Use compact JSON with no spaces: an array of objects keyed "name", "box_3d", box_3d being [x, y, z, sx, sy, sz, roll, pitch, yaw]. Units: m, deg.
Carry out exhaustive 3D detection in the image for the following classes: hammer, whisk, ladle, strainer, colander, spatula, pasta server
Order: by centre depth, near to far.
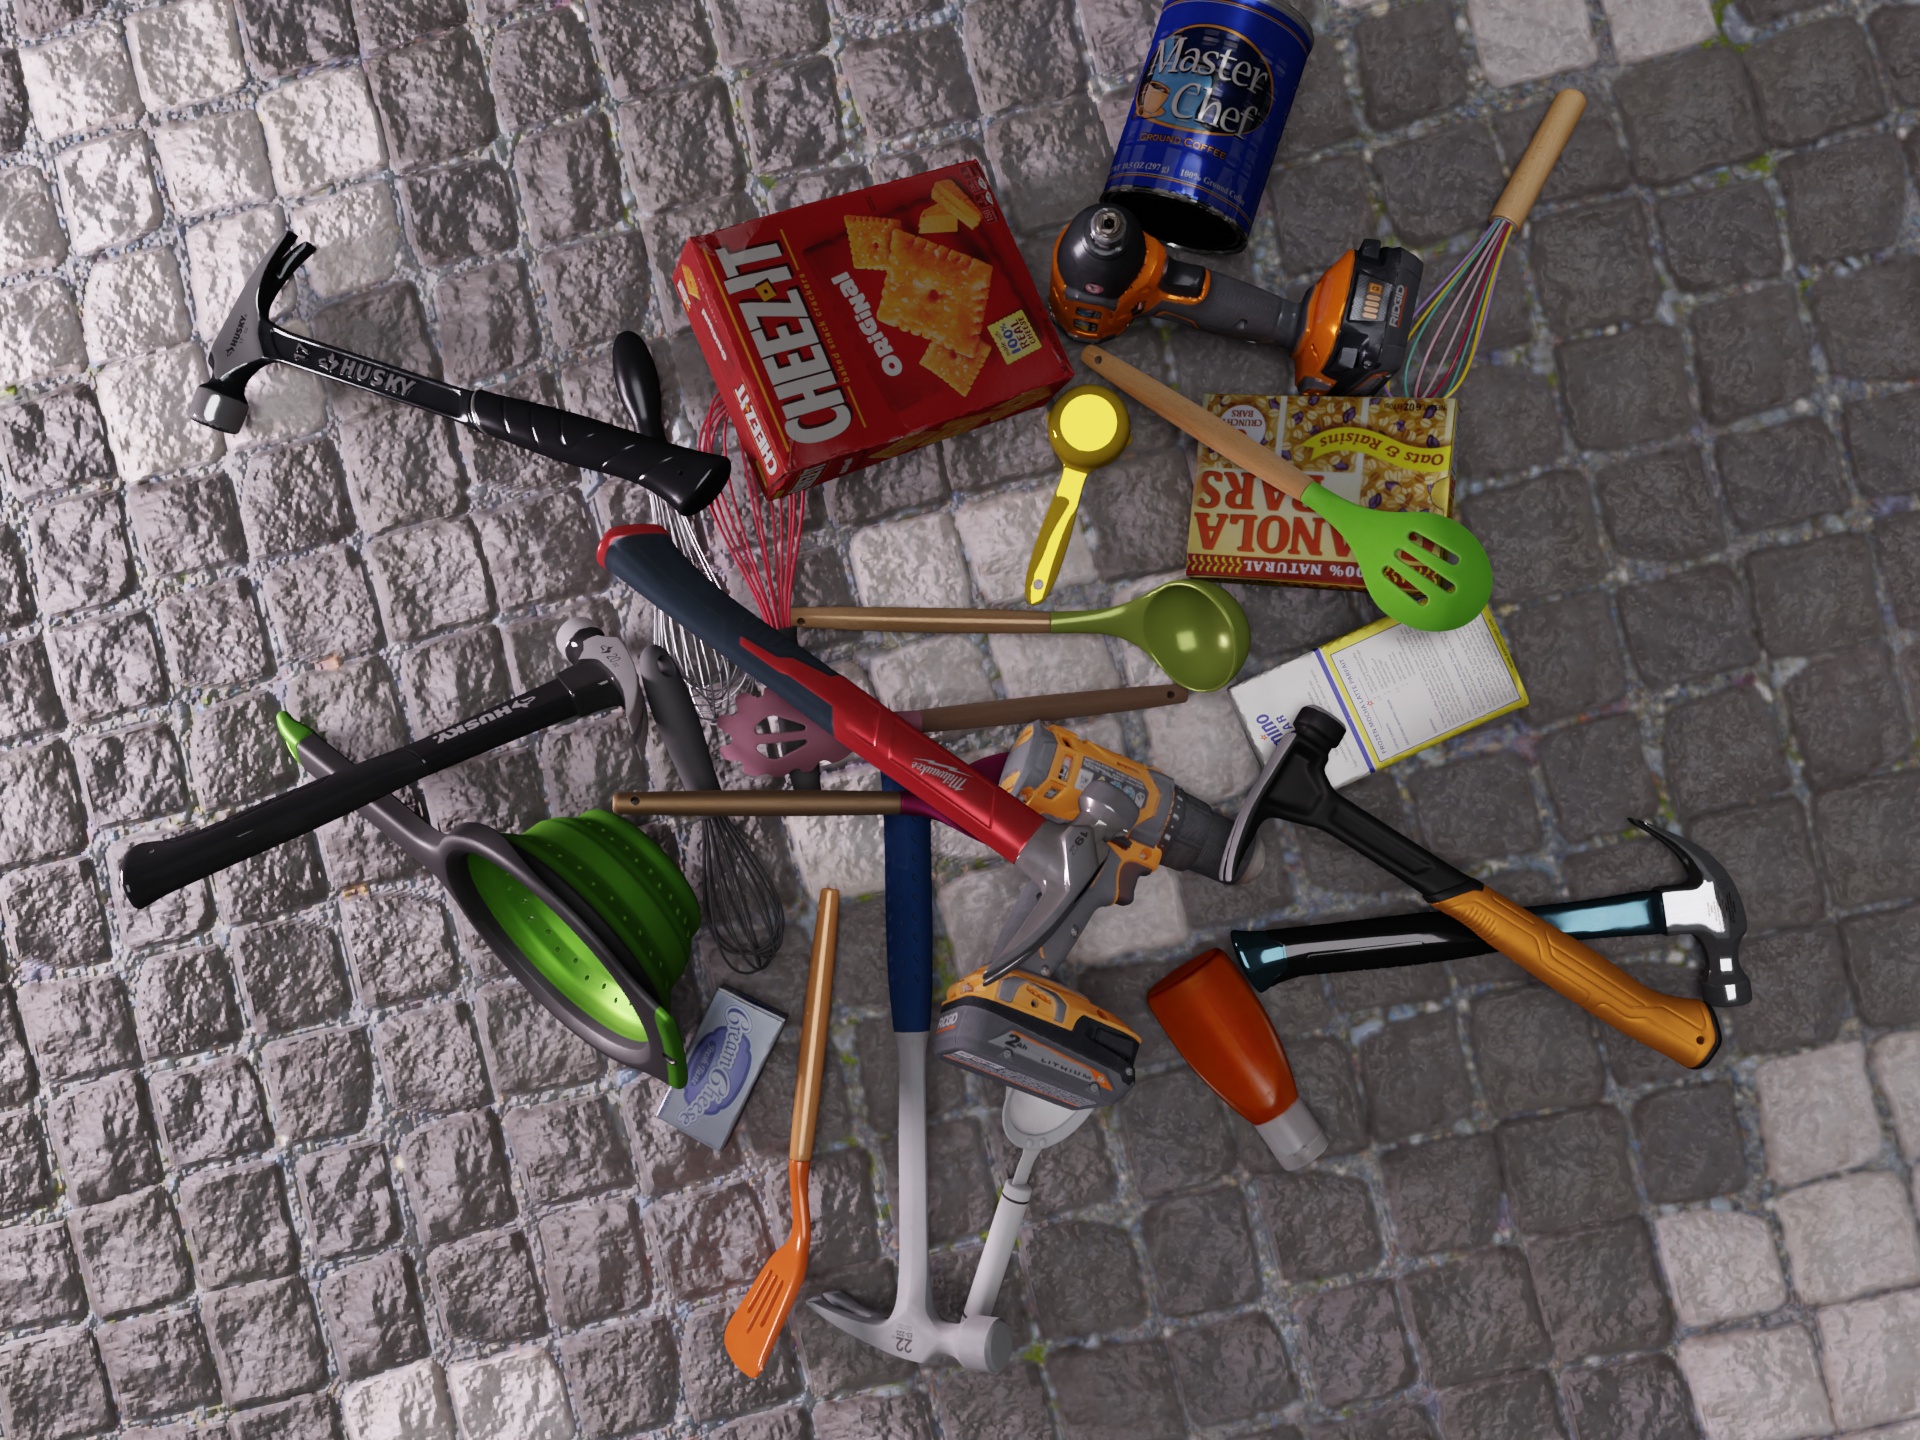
[{"name":"hammer","box_3d":[-0.086,0.002,0.994,0.386,0.038,0.143,35,71,14]},{"name":"hammer","box_3d":[-0.356,0.034,1.007,0.335,0.146,0.035,-26,129,-21]},{"name":"hammer","box_3d":[0.331,0.129,1.015,0.337,0.034,0.127,32,83,0]},{"name":"whisk","box_3d":[0.355,-0.309,1.056,0.051,0.047,0.245,30,87,-22]},{"name":"hammer","box_3d":[0.348,0.142,1.058,0.331,0.033,0.128,-7,90,5]},{"name":"pasta server","box_3d":[-0.002,-0.003,1.060,0.316,0.040,0.060,-6,98,-12]},{"name":"whisk","box_3d":[-0.170,0.062,1.066,0.055,0.055,0.239,-16,104,4]},{"name":"whisk","box_3d":[-0.125,-0.081,1.072,0.073,0.073,0.296,-10,93,4]},{"name":"hammer","box_3d":[-0.038,0.220,1.072,0.144,0.035,0.405,-4,84,30]},{"name":"ladle","box_3d":[0.034,-0.062,1.075,0.320,0.062,0.078,2,119,8]},{"name":"hammer","box_3d":[-0.337,-0.219,1.077,0.409,0.036,0.149,19,89,17]},{"name":"strainer","box_3d":[0.039,0.311,1.078,0.086,0.050,0.258,12,98,-39]},{"name":"colander","box_3d":[-0.305,0.085,1.080,0.397,0.204,0.094,34,58,19]},{"name":"spatula","box_3d":[-0.115,0.275,1.087,0.041,0.081,0.323,8,85,-23]},{"name":"whisk","box_3d":[-0.200,-0.134,1.097,0.070,0.070,0.285,-15,83,4]}]

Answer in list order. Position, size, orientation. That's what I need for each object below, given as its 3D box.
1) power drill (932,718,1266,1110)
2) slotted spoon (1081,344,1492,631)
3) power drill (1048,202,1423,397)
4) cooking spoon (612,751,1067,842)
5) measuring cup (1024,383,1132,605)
[{"name":"power drill","box_3d":[0.093,0.131,1.022,0.185,0.084,0.226,23,67,-11]},{"name":"slotted spoon","box_3d":[0.201,-0.159,1.023,0.314,0.031,0.070,38,104,20]},{"name":"power drill","box_3d":[0.169,-0.272,1.011,0.226,0.164,0.084,12,89,3]},{"name":"cooking spoon","box_3d":[-0.065,0.054,1.044,0.318,0.017,0.069,1,78,-13]},{"name":"measuring cup","box_3d":[0.072,-0.154,1.084,0.062,0.029,0.156,18,91,5]}]
